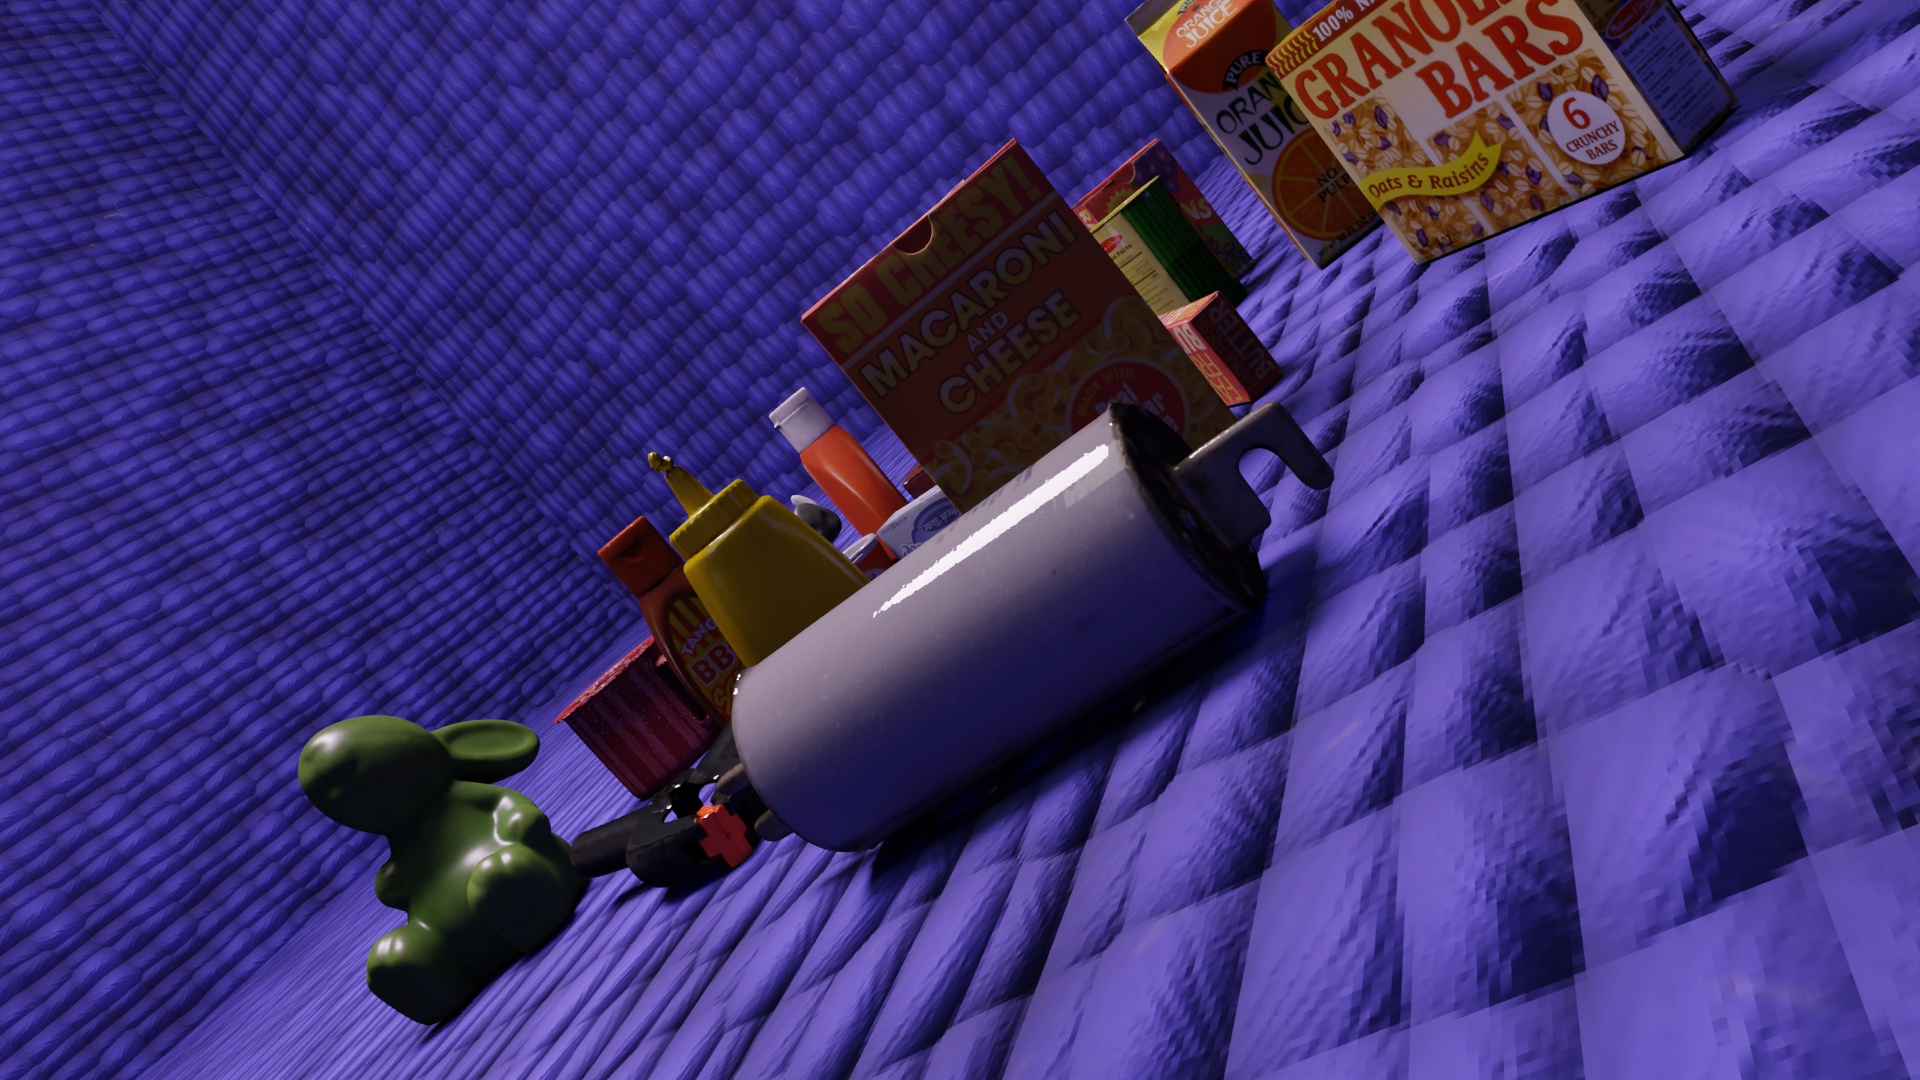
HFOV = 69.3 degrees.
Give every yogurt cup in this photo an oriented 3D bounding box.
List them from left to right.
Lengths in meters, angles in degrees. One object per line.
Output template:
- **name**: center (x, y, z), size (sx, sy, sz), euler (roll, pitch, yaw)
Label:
- **yogurt cup**: center (-0.060, 0.037, 0.821), size (0.072, 0.054, 0.072), euler (-39, 8, 7)

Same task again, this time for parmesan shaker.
- **parmesan shaker**: center (0.143, -0.193, 0.975), size (0.071, 0.103, 0.071), euler (-39, 8, 7)

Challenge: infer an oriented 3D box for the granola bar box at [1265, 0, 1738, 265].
- **granola bar box**: center (0.214, -0.192, 0.576), size (0.039, 0.124, 0.165), euler (-42, 8, -14)

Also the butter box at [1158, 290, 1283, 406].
- **butter box**: center (0.121, -0.093, 0.710), size (0.024, 0.053, 0.103), euler (-41, 8, -9)

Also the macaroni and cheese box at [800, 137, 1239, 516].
- **macaroni and cheese box**: center (0.029, -0.075, 0.625), size (0.123, 0.166, 0.040), euler (-39, 8, 7)

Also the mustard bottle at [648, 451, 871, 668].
- **mustard bottle**: center (-0.073, 0.023, 0.578), size (0.065, 0.160, 0.048), euler (-43, 8, -18)

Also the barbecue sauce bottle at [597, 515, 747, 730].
- **barbecue sauce bottle**: center (-0.160, 0.052, 0.854), size (0.065, 0.148, 0.043), euler (-41, 8, -7)

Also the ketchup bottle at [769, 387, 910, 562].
- **ketchup bottle**: center (-0.087, -0.050, 1.073), size (0.044, 0.148, 0.064), euler (-43, 8, -19)

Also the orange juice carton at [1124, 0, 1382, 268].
- **orange juice carton**: center (0.186, -0.265, 0.848), size (0.071, 0.192, 0.073), euler (-38, 8, 15)

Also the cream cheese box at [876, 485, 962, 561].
- **cream cheese box**: center (0.003, -0.010, 0.792), size (0.103, 0.053, 0.024), euler (-32, 11, 44)

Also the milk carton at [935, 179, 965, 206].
- **milk carton**: center (0.047, -0.190, 1.075), size (0.074, 0.190, 0.072), euler (-44, 9, -29)

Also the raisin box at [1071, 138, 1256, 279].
- **raisin box**: center (0.152, -0.228, 1.053), size (0.086, 0.123, 0.040), euler (-42, 8, -14)
